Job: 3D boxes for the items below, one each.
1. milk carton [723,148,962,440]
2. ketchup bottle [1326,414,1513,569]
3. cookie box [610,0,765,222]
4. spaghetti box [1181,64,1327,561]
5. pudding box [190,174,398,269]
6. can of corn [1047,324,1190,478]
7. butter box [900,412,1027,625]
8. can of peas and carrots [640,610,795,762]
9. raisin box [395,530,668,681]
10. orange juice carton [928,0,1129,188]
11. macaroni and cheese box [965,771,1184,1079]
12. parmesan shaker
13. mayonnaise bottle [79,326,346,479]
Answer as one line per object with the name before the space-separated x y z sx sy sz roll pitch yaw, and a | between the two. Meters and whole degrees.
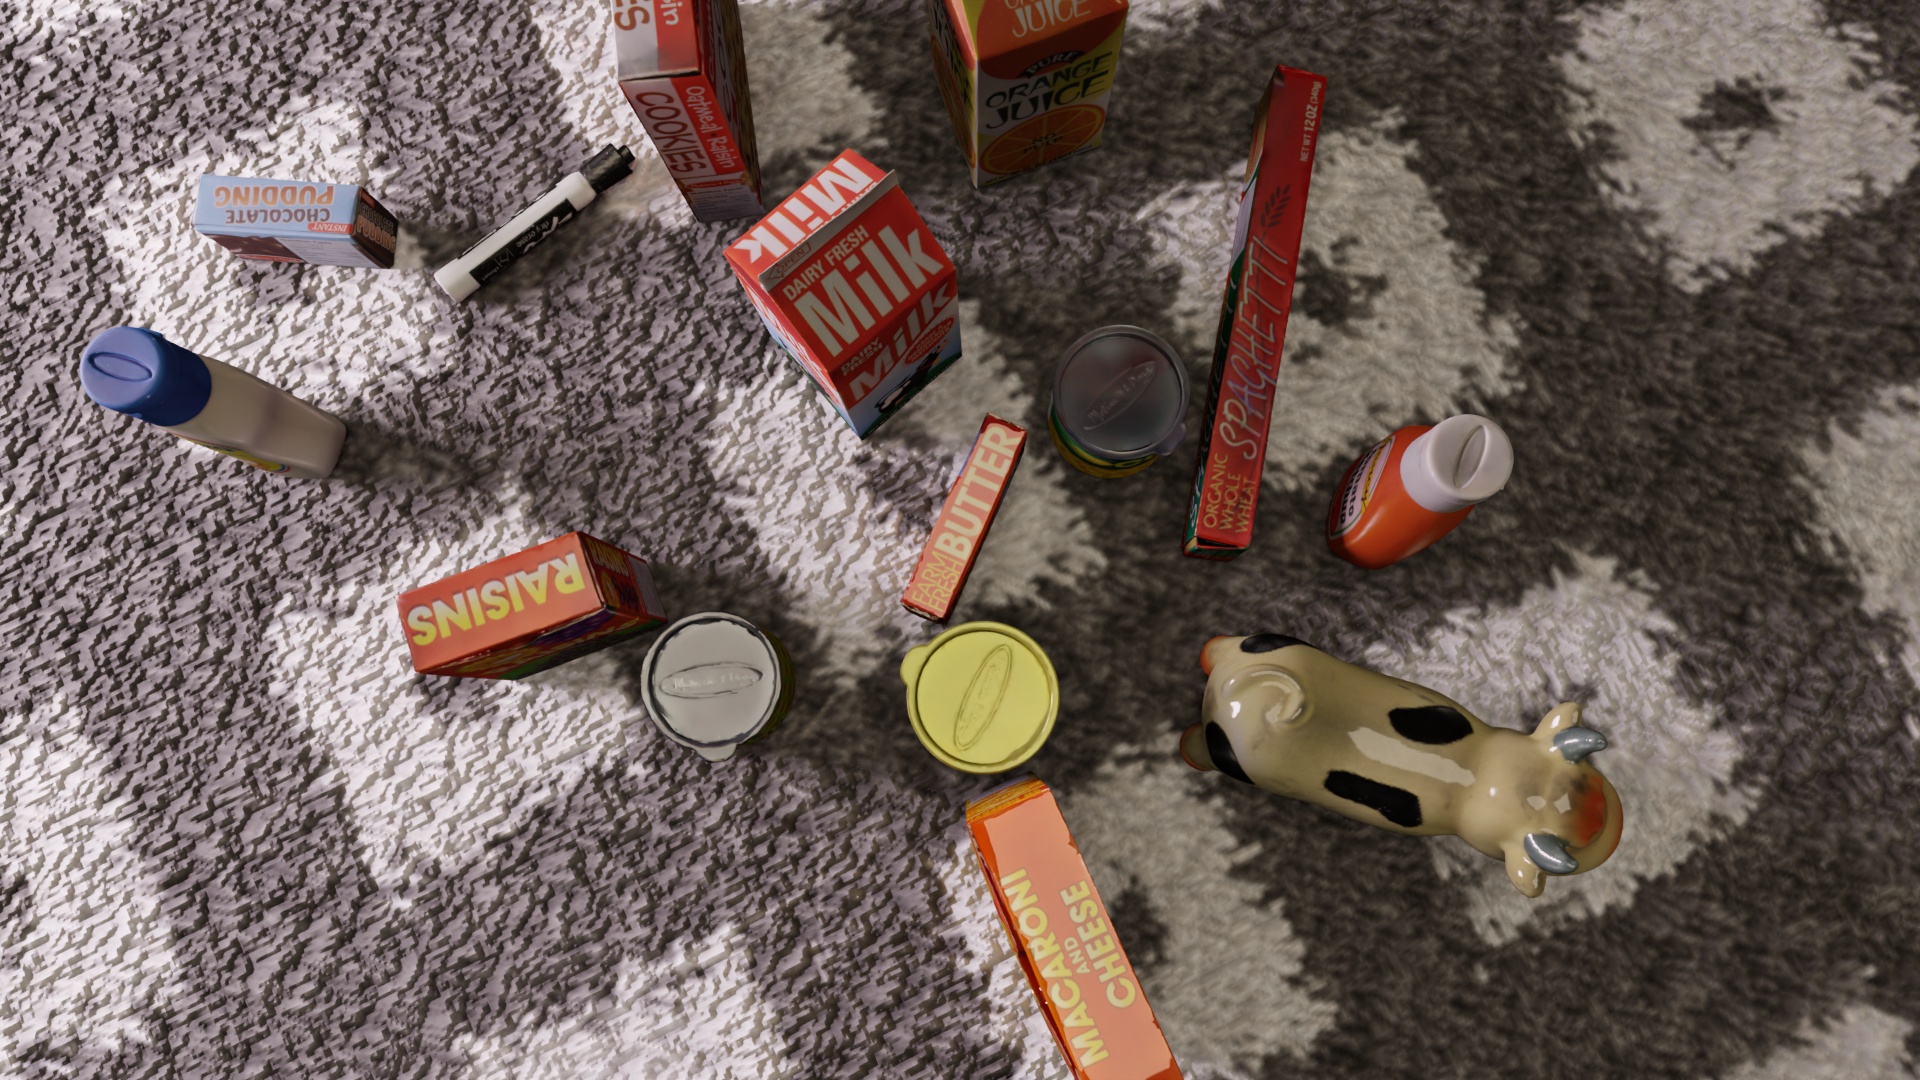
milk carton | -0.050 -0.111 0.634 0.072 0.190 0.073 -40 84 -4
ketchup bottle | 0.211 -0.025 0.641 0.043 0.148 0.065 23 83 3
cookie box | -0.130 -0.241 0.664 0.040 0.167 0.123 -8 82 0
spaghetti box | 0.148 -0.113 0.703 0.029 0.050 0.250 11 82 2
pudding box | -0.341 -0.163 0.714 0.084 0.049 0.030 4 83 1
can of corn | 0.079 -0.066 0.693 0.071 0.058 0.071 0 82 1
butter box | 0.002 -0.009 0.688 0.024 0.053 0.103 24 83 4
can of peas and carrots | -0.115 0.071 0.675 0.071 0.058 0.071 0 82 1
raisin box | -0.195 0.034 0.648 0.086 0.123 0.040 -19 83 -2
orange juice carton | 0.028 -0.243 0.651 0.072 0.192 0.073 -20 83 -2
macaroni and cheese box | 0.043 0.168 0.606 0.040 0.166 0.124 -24 83 -2
parmesan shaker | 0.008 0.073 0.651 0.071 0.103 0.071 0 82 1
mayonnaise bottle | -0.349 -0.063 0.651 0.065 0.148 0.041 16 83 3
